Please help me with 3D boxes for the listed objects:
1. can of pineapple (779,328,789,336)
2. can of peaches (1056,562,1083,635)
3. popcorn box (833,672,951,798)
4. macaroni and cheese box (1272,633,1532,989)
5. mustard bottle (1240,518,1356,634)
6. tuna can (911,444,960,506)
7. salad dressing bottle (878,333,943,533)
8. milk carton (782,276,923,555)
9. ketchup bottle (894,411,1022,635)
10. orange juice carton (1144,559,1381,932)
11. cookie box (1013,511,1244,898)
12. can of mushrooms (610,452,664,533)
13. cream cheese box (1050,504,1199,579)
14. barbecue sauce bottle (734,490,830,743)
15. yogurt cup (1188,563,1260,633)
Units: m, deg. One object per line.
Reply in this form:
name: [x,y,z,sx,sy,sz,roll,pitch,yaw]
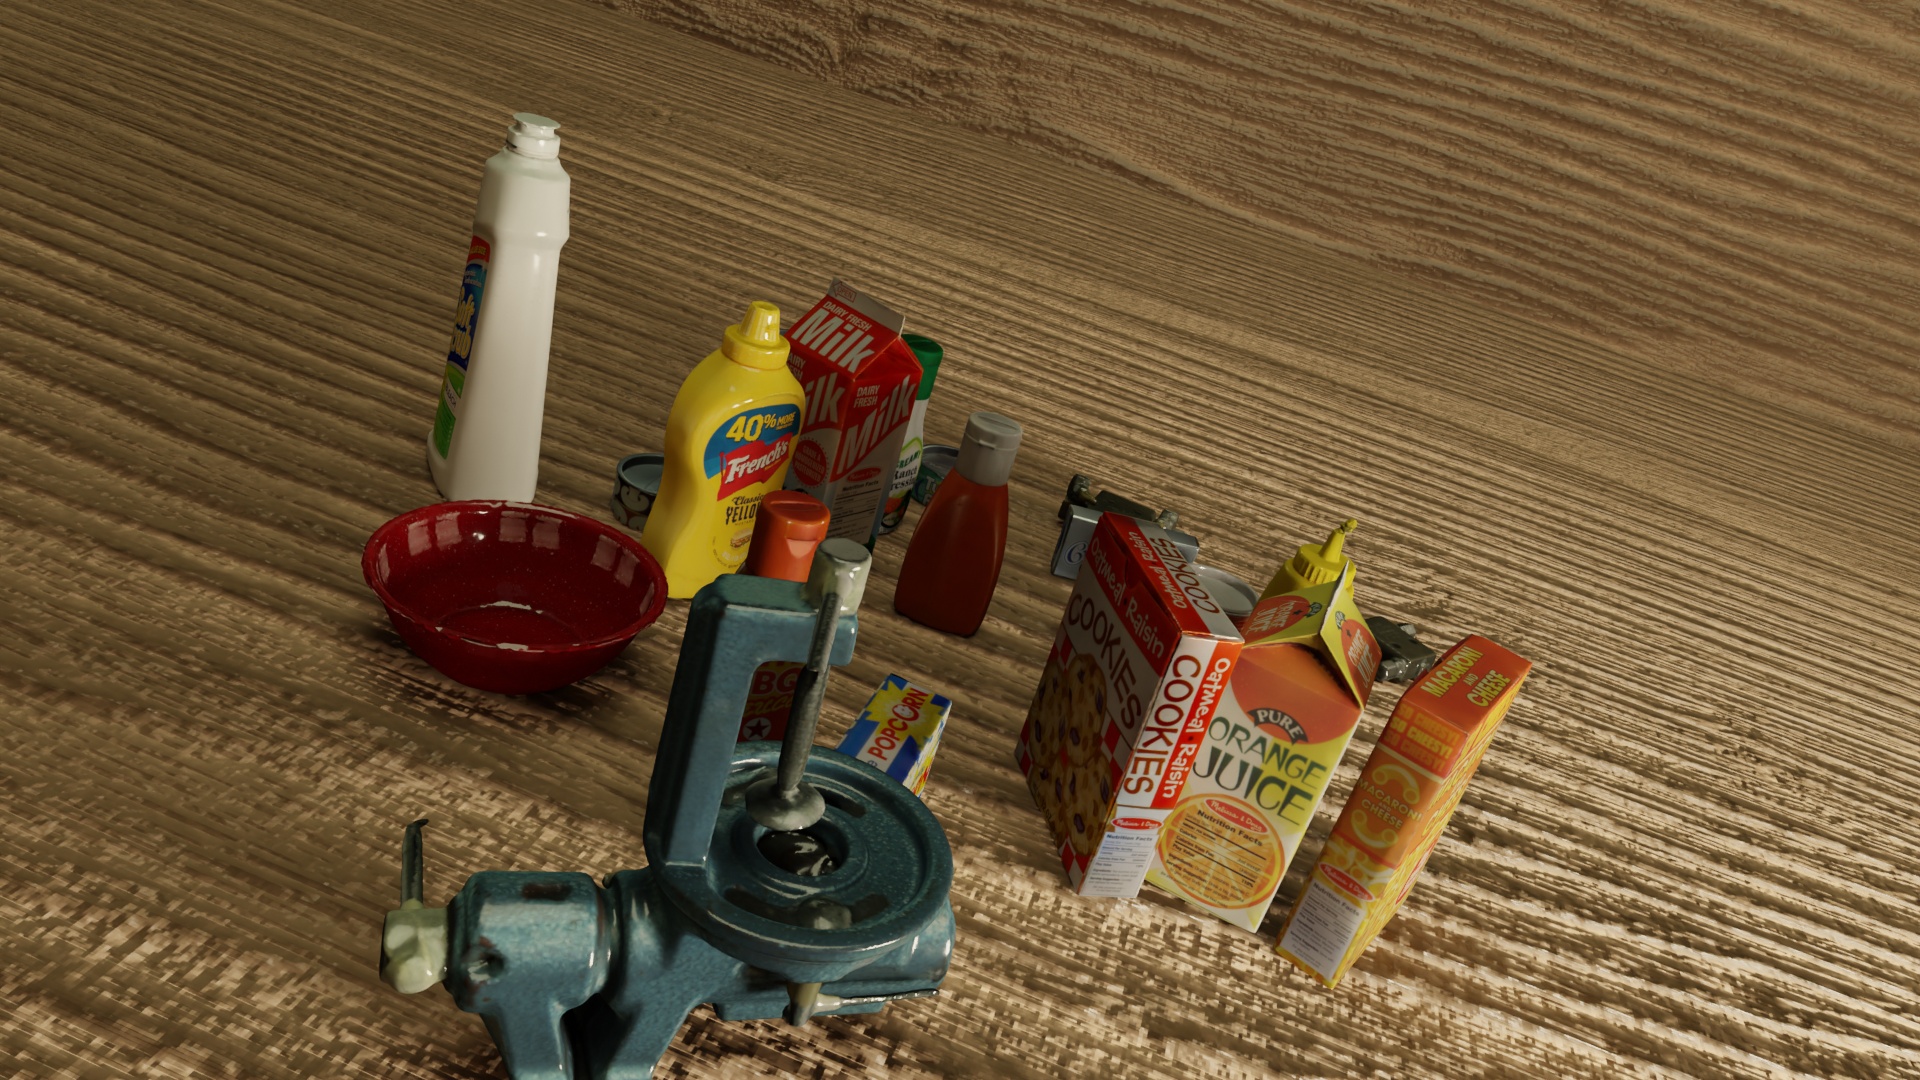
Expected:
can of pineapple: [-0.148,-0.145,1.206,0.071,0.057,0.071,14,25,-7]
can of peaches: [0.107,0.053,0.964,0.071,0.057,0.071,14,25,-7]
popcorn box: [-0.049,0.132,0.671,0.038,0.084,0.127,21,25,8]
macaroni and cheese box: [0.235,0.141,0.739,0.040,0.165,0.124,31,28,26]
mustard bottle: [0.223,0.053,0.919,0.049,0.159,0.065,4,28,-27]
tuna can: [-0.009,-0.049,1.127,0.071,0.032,0.071,14,25,-7]
salad dressing bottle: [-0.050,-0.078,1.028,0.044,0.147,0.064,31,28,27]
milk carton: [-0.086,-0.079,0.955,0.072,0.189,0.074,32,28,29]
ketchup bottle: [0.003,-0.012,0.923,0.065,0.148,0.044,19,25,4]
orange juice carton: [0.165,0.104,0.739,0.073,0.191,0.072,25,26,15]
cookie box: [0.085,0.087,0.751,0.040,0.166,0.123,8,26,-20]
can of mushrooms: [-0.206,-0.031,0.964,0.071,0.033,0.071,14,25,-7]
cream cheese box: [0.125,0.011,1.067,0.104,0.053,0.024,14,25,-6]
barbecue sauce bottle: [-0.104,0.046,0.737,0.065,0.147,0.044,3,29,-29]
yogurt cup: [0.178,0.056,1.009,0.072,0.053,0.073,14,25,-7]
